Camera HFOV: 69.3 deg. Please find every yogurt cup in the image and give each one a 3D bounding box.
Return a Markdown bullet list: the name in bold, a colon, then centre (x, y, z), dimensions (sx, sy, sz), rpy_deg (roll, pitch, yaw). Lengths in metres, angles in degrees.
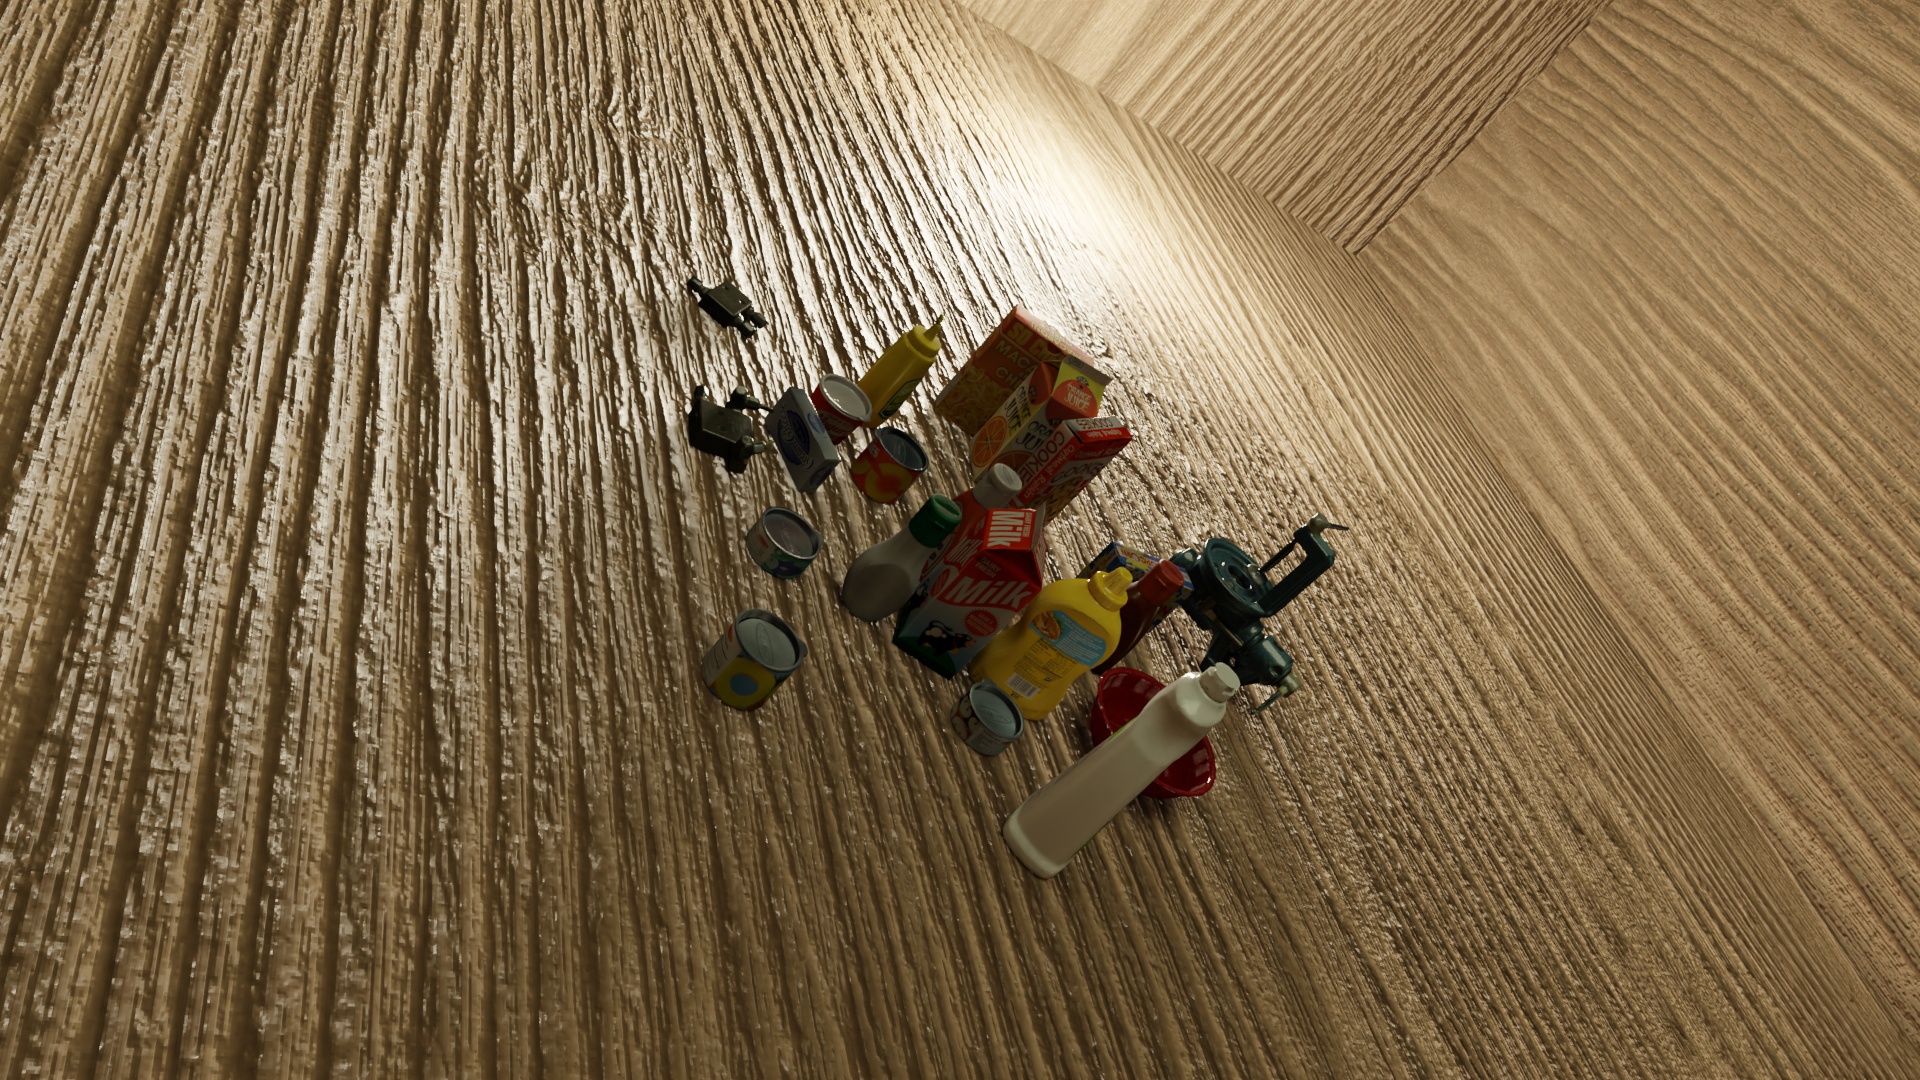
- **yogurt cup**: centre (-0.138, -0.141, 1.518), dimensions (0.072, 0.053, 0.073), rpy_deg (30, 32, -21)

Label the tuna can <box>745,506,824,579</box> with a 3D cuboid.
- **tuna can**: centre (-0.167, 0.003, 1.320), dimensions (0.071, 0.032, 0.071), rpy_deg (30, 32, -21)

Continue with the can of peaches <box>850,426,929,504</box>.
- **can of peaches**: centre (-0.079, -0.082, 1.509), dimensions (0.071, 0.057, 0.071), rpy_deg (30, 32, -21)

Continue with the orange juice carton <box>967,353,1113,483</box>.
- **orange juice carton**: centre (0.096, -0.142, 1.660), dimensions (0.072, 0.192, 0.073), rpy_deg (26, 34, -28)

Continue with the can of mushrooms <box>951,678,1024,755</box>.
- **can of mushrooms**: centre (0.026, 0.170, 1.335), dimensions (0.071, 0.033, 0.071), rpy_deg (30, 32, -21)

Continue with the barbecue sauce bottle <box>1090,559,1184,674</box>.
- **barbecue sauce bottle**: centre (0.183, 0.080, 1.522), dimensions (0.065, 0.148, 0.044), rpy_deg (47, 30, 7)

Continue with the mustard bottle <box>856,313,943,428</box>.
- **mustard bottle**: centre (-0.066, -0.194, 1.566), dimensions (0.049, 0.159, 0.065), rpy_deg (49, 30, 10)

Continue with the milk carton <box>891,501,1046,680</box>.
- **milk carton**: centre (0.020, 0.041, 1.336), dimensions (0.073, 0.189, 0.073), rpy_deg (35, 30, -15)

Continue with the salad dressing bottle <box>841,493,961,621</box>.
- **salad dressing bottle**: centre (-0.055, 0.016, 1.321), dimensions (0.064, 0.147, 0.044), rpy_deg (33, 31, -17)

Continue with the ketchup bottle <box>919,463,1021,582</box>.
- **ketchup bottle**: centre (0.005, -0.018, 1.436), dimensions (0.043, 0.148, 0.065), rpy_deg (17, 38, -38)

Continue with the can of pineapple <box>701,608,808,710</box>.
- **can of pineapple**: centre (-0.173, 0.101, 1.162), dimensions (0.071, 0.057, 0.071), rpy_deg (30, 32, -21)

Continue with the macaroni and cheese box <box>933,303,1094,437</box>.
- **macaroni and cheese box**: centre (0.066, -0.192, 1.715), dimensions (0.123, 0.165, 0.040), rpy_deg (33, 31, -17)

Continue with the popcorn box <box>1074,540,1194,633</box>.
- **popcorn box**: centre (0.202, 0.056, 1.640), dimensions (0.127, 0.085, 0.038), rpy_deg (20, 37, -34)

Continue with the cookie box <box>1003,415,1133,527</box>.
- **cookie box**: centre (0.110, -0.074, 1.614), dimensions (0.040, 0.166, 0.123), rpy_deg (53, 31, 16)

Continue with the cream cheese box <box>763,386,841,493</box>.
- **cream cheese box**: centre (-0.164, -0.104, 1.440), dimensions (0.024, 0.053, 0.104), rpy_deg (7, 45, -46)
